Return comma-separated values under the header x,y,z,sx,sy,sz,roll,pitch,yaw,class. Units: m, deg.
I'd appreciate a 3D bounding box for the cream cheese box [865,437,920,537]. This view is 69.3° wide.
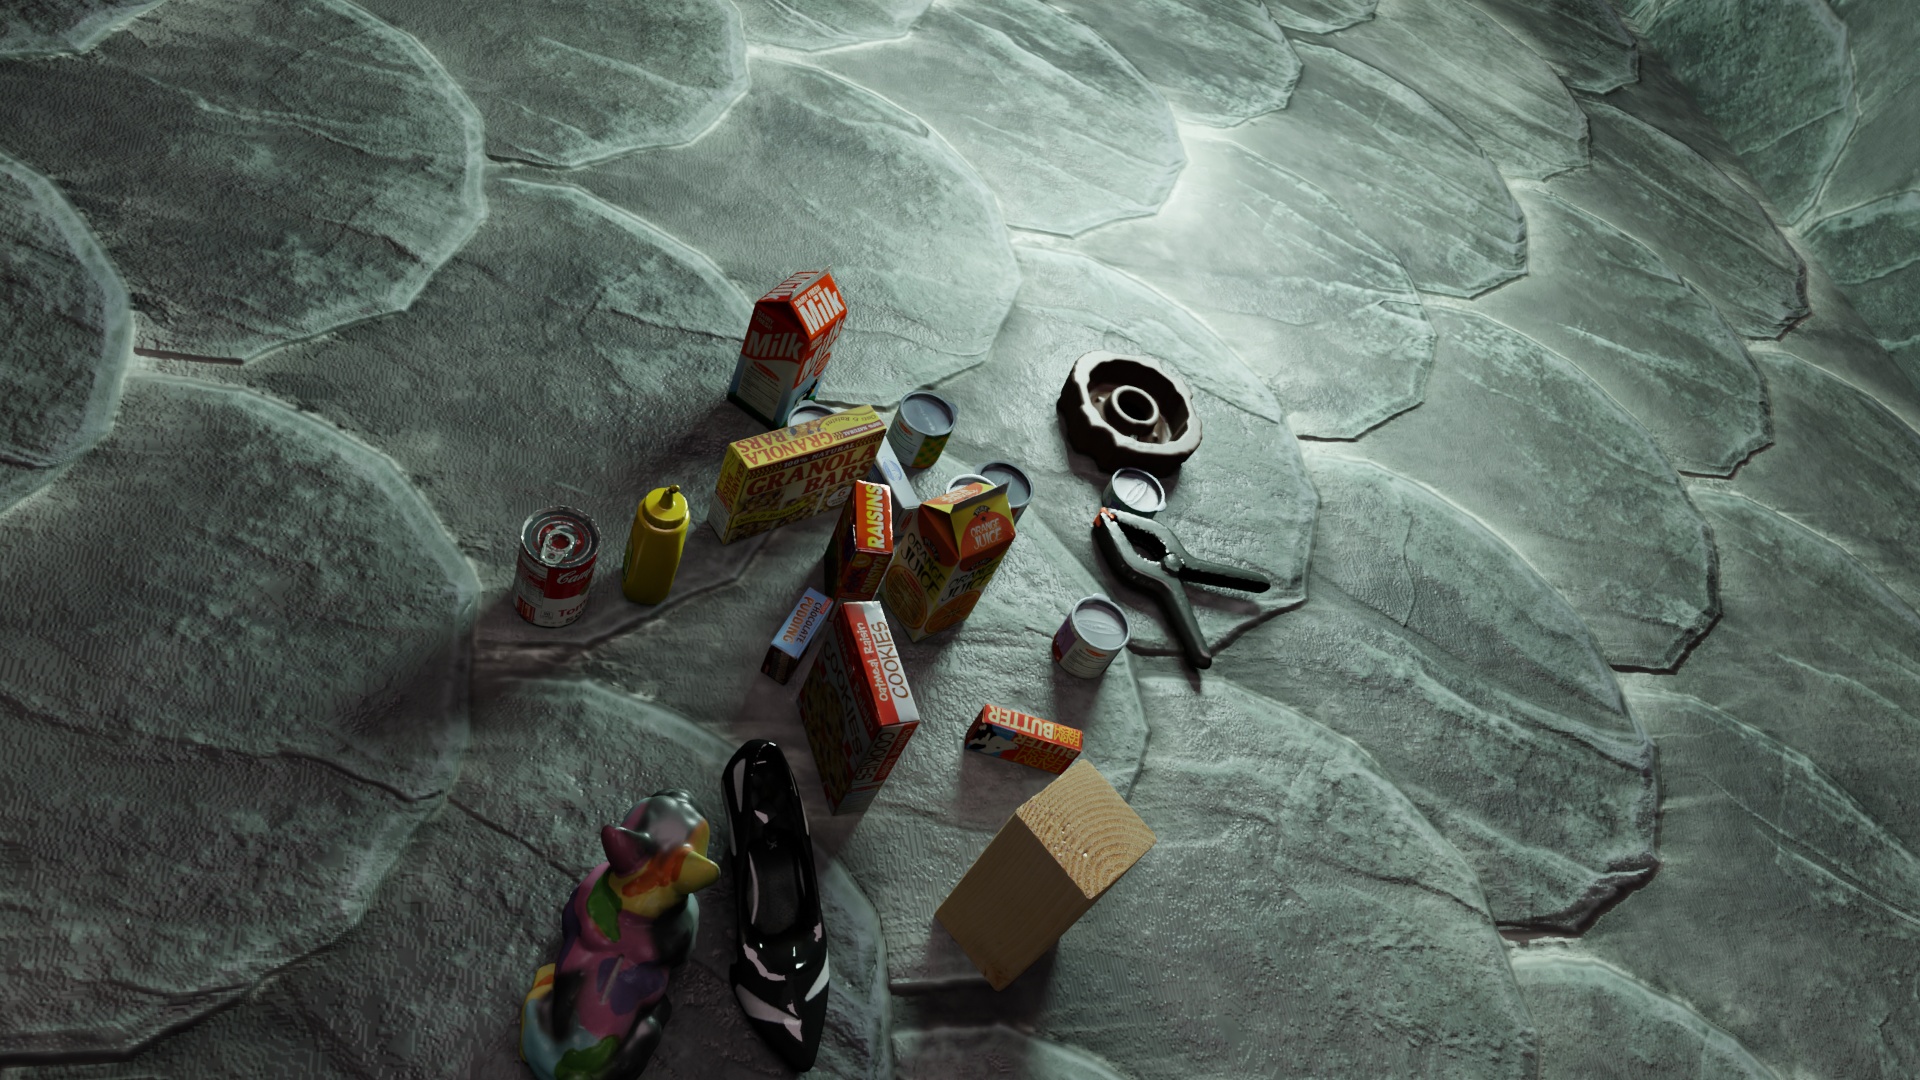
x,y,z,sx,sy,sz,roll,pitch,yaw,class
-0.079,-0.059,1.482,0.024,0.053,0.104,-11,58,-30,cream cheese box

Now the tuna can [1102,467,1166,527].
x,y,z,sx,sy,sz,roll,pitch,yaw,class
0.202,-0.048,1.608,0.071,0.032,0.071,12,50,-14,tuna can

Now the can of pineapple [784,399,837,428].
x,y,z,sx,sy,sz,roll,pitch,yaw,class
-0.159,-0.104,1.481,0.071,0.057,0.071,12,50,-14,can of pineapple

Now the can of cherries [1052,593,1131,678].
x,y,z,sx,sy,sz,roll,pitch,yaw,class
0.136,0.099,1.444,0.071,0.058,0.072,12,50,-14,can of cherries

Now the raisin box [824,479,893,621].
x,y,z,sx,sy,sz,roll,pitch,yaw,class
-0.102,0.013,1.368,0.040,0.122,0.086,9,51,-17,raisin box

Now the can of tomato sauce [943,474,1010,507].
x,y,z,sx,sy,sz,roll,pitch,yaw,class
0.005,-0.018,1.466,0.071,0.082,0.071,12,50,-14,can of tomato sauce

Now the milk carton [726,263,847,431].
x,y,z,sx,sy,sz,roll,pitch,yaw,class
-0.180,-0.210,1.468,0.073,0.189,0.073,36,48,7,milk carton

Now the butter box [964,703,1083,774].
x,y,z,sx,sy,sz,roll,pitch,yaw,class
0.062,0.192,1.341,0.103,0.052,0.024,17,49,-10,butter box

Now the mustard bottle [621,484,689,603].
x,y,z,sx,sy,sz,roll,pitch,yaw,class
-0.280,-0.005,1.281,0.049,0.159,0.065,7,51,-18,mustard bottle

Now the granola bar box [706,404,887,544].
x,y,z,sx,sy,sz,roll,pitch,yaw,class
-0.165,-0.067,1.404,0.166,0.123,0.039,-20,64,-34,granola bar box

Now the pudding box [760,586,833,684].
x,y,z,sx,sy,sz,roll,pitch,yaw,class
-0.156,0.091,1.331,0.030,0.049,0.084,29,48,1,pudding box

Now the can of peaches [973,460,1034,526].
x,y,z,sx,sy,sz,roll,pitch,yaw,class
0.037,-0.046,1.519,0.071,0.057,0.071,12,50,-14,can of peaches

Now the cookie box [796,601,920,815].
x,y,z,sx,sy,sz,roll,pitch,yaw,class
-0.095,0.150,1.231,0.040,0.166,0.123,-5,56,-27,cookie box

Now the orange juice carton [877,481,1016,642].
x,y,z,sx,sy,sz,roll,pitch,yaw,class
-0.010,0.012,1.362,0.072,0.191,0.073,-21,64,-35,orange juice carton

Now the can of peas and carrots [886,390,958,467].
x,y,z,sx,sy,sz,roll,pitch,yaw,class
-0.042,-0.124,1.547,0.071,0.058,0.071,12,50,-14,can of peas and carrots
